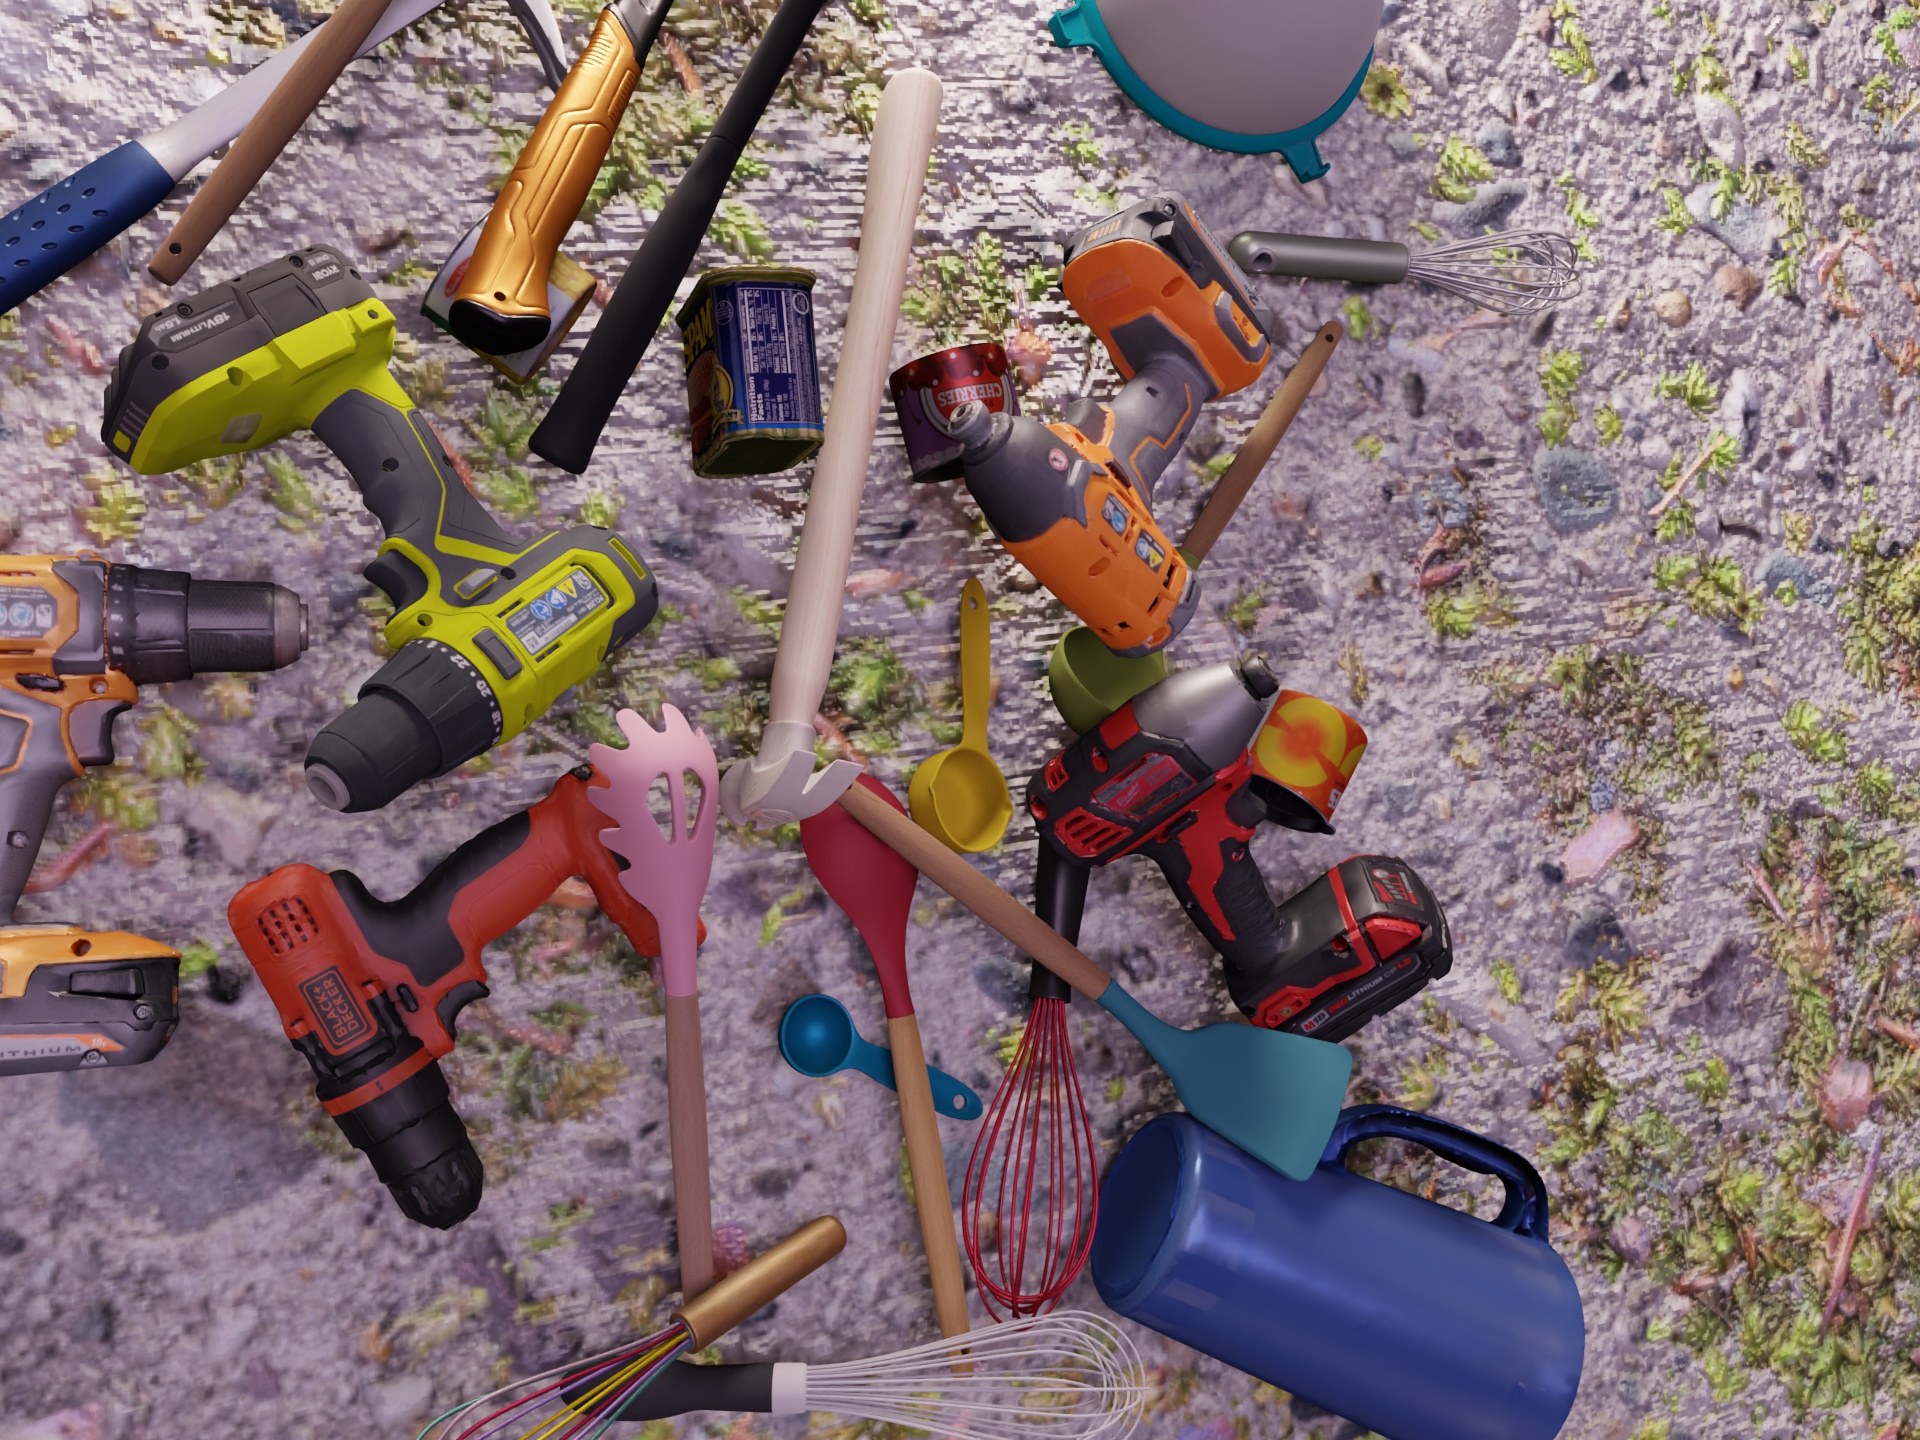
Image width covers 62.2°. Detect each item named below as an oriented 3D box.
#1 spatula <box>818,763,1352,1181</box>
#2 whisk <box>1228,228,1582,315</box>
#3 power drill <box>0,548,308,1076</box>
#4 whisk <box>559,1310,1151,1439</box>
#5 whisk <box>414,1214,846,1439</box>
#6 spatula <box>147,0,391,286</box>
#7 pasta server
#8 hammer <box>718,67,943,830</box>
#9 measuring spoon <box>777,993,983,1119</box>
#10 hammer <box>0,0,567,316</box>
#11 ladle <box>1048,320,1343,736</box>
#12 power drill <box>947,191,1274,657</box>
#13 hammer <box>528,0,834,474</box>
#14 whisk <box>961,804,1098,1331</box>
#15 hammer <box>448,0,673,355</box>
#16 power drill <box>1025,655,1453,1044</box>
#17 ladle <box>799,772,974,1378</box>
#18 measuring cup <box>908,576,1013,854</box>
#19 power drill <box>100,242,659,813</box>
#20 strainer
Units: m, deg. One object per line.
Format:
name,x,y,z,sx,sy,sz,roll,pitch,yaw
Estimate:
spatula,0.058,0.117,0.813,0.317,0.044,0.082,37,55,-7
whisk,0.278,-0.283,0.984,0.246,0.057,0.059,-1,51,-17
power drill,-0.382,0.037,0.692,0.185,0.084,0.226,-1,81,-22
whisk,-0.050,0.322,0.768,0.284,0.070,0.070,1,84,-1
whisk,-0.147,0.294,0.734,0.051,0.047,0.245,37,38,28
spatula,-0.286,-0.331,0.755,0.059,0.018,0.316,33,74,-14
pasta server,-0.133,0.149,0.752,0.060,0.040,0.316,-10,109,-29
hammer,-0.053,-0.151,0.806,0.038,0.146,0.411,14,75,-18
measuring spoon,-0.043,0.183,0.835,0.128,0.021,0.042,31,63,-24
hammer,-0.366,-0.264,0.748,0.405,0.035,0.144,-44,100,-18
ladle,0.149,-0.117,0.912,0.078,0.062,0.320,35,71,-5
power drill,0.078,-0.167,0.832,0.164,0.084,0.227,40,56,-32
hammer,-0.126,-0.274,0.798,0.035,0.146,0.335,29,84,-17
whisk,0.045,0.168,0.845,0.073,0.073,0.296,12,74,-19
hammer,-0.181,-0.321,0.779,0.127,0.034,0.337,25,63,-20
power drill,0.154,0.067,0.838,0.143,0.079,0.219,-39,112,19
ladle,-0.028,0.178,0.817,0.069,0.031,0.315,-7,84,-36
measuring cup,-0.001,-0.003,0.862,0.062,0.029,0.157,20,63,-41
power drill,-0.269,-0.083,0.717,0.228,0.080,0.190,50,46,-8
strainer,0.197,-0.512,0.946,0.211,0.095,0.340,22,79,-17
